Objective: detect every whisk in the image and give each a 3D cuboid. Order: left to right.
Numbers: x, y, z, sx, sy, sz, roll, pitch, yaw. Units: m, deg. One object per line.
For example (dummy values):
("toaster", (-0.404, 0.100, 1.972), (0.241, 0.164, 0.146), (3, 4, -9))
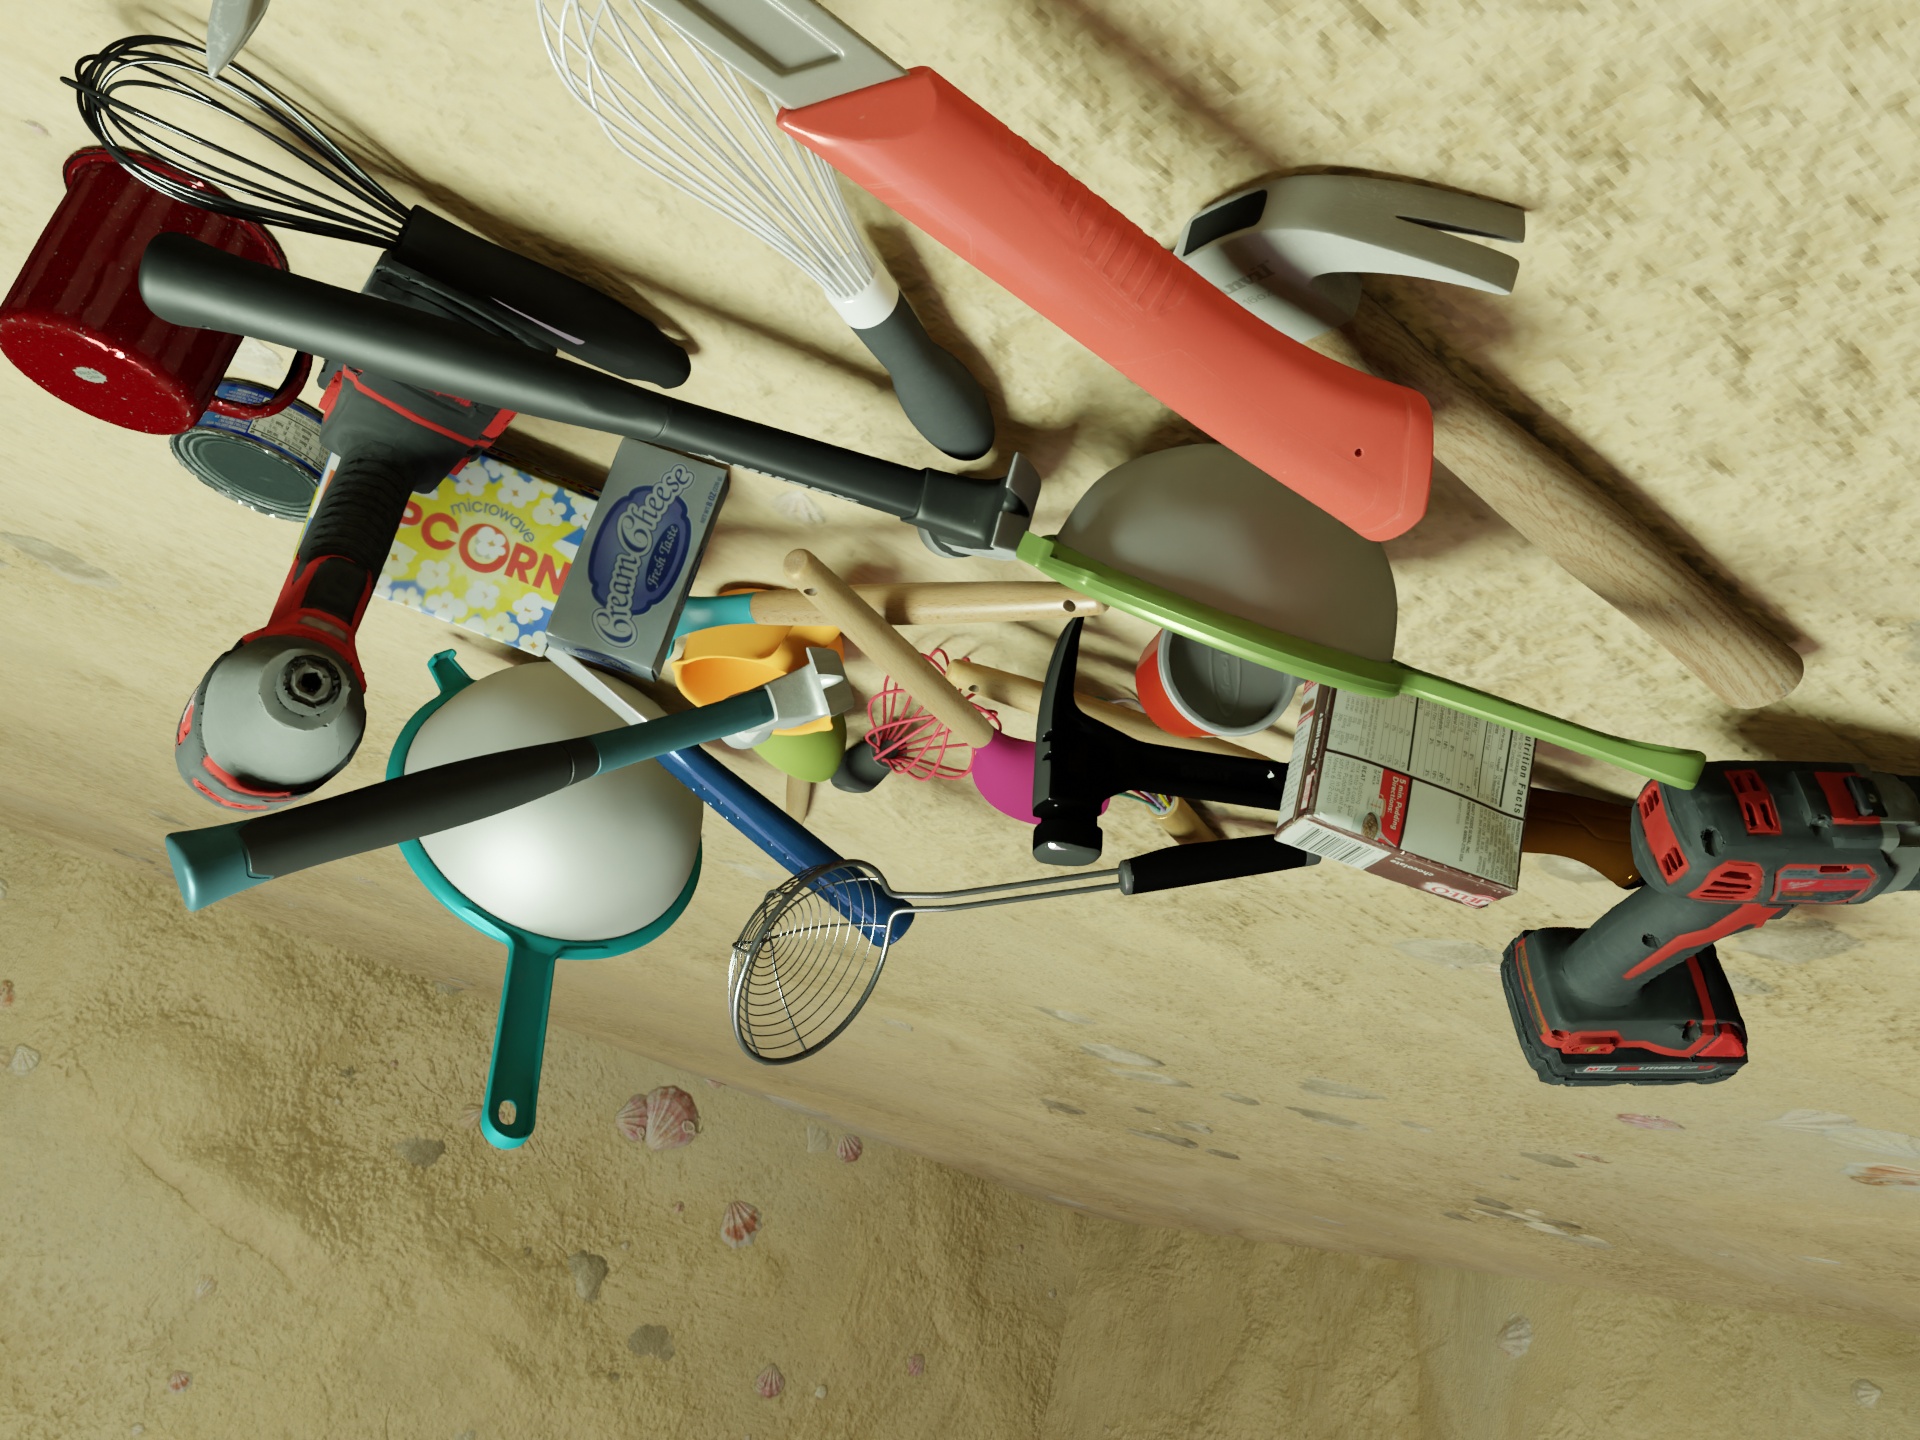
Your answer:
("whisk", (-0.209, -0.182, 0.599), (0.238, 0.055, 0.055), (23, 158, -30))
("whisk", (-0.047, -0.163, 0.527), (0.070, 0.070, 0.284), (5, 161, 26))
("whisk", (-0.039, 0.014, 0.951), (0.073, 0.073, 0.296), (20, 165, -11))
("whisk", (0.113, 0.043, 0.933), (0.047, 0.051, 0.244), (-3, 156, 27))

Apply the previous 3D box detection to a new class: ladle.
("ladle", (-0.116, 0.039, 1.063), (0.078, 0.062, 0.320), (45, 163, 7))

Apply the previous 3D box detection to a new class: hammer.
("hammer", (-0.178, 0.021, 0.696), (0.331, 0.033, 0.128), (-18, 179, -45))
("hammer", (-0.127, -0.118, 0.598), (0.334, 0.035, 0.146), (15, -178, -15))
("hammer", (-0.185, 0.003, 0.924), (0.405, 0.035, 0.144), (42, 152, -22))
("hammer", (-0.005, -0.141, 0.436), (0.358, 0.037, 0.149), (29, 111, -27))
("hammer", (0.201, 0.031, 0.797), (0.336, 0.127, 0.034), (9, 158, -11))
("hammer", (0.206, -0.085, 0.568), (0.331, 0.031, 0.130), (28, 156, -30))

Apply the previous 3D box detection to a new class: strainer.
("strainer", (-0.236, 0.083, 0.951), (0.210, 0.341, 0.095), (22, 131, -26))
("strainer", (0.154, -0.048, 0.590), (0.256, 0.069, 0.151), (21, -169, 13))

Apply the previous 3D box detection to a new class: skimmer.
("skimmer", (0.045, 0.119, 0.927), (0.363, 0.090, 0.127), (-8, 124, -7))

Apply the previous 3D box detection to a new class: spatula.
("spatula", (-0.068, -0.060, 0.746), (0.317, 0.044, 0.082), (2, 118, 33))

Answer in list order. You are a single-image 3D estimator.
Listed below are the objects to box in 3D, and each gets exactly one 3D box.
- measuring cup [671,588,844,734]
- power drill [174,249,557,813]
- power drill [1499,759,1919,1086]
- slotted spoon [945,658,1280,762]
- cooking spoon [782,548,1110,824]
("measuring cup", (-0.089, -0.049, 0.839), (0.095, 0.052, 0.173), (23, 151, -19))
("power drill", (-0.249, -0.072, 0.652), (0.078, 0.220, 0.143), (26, 156, -26))
("power drill", (0.381, 0.095, 0.760), (0.188, 0.080, 0.226), (1, 145, -8))
("slotted spoon", (0.138, 0.018, 0.833), (0.313, 0.031, 0.070), (17, 140, -16))
("cooking spoon", (-0.001, -0.002, 0.764), (0.069, 0.017, 0.318), (-11, 153, 22))
